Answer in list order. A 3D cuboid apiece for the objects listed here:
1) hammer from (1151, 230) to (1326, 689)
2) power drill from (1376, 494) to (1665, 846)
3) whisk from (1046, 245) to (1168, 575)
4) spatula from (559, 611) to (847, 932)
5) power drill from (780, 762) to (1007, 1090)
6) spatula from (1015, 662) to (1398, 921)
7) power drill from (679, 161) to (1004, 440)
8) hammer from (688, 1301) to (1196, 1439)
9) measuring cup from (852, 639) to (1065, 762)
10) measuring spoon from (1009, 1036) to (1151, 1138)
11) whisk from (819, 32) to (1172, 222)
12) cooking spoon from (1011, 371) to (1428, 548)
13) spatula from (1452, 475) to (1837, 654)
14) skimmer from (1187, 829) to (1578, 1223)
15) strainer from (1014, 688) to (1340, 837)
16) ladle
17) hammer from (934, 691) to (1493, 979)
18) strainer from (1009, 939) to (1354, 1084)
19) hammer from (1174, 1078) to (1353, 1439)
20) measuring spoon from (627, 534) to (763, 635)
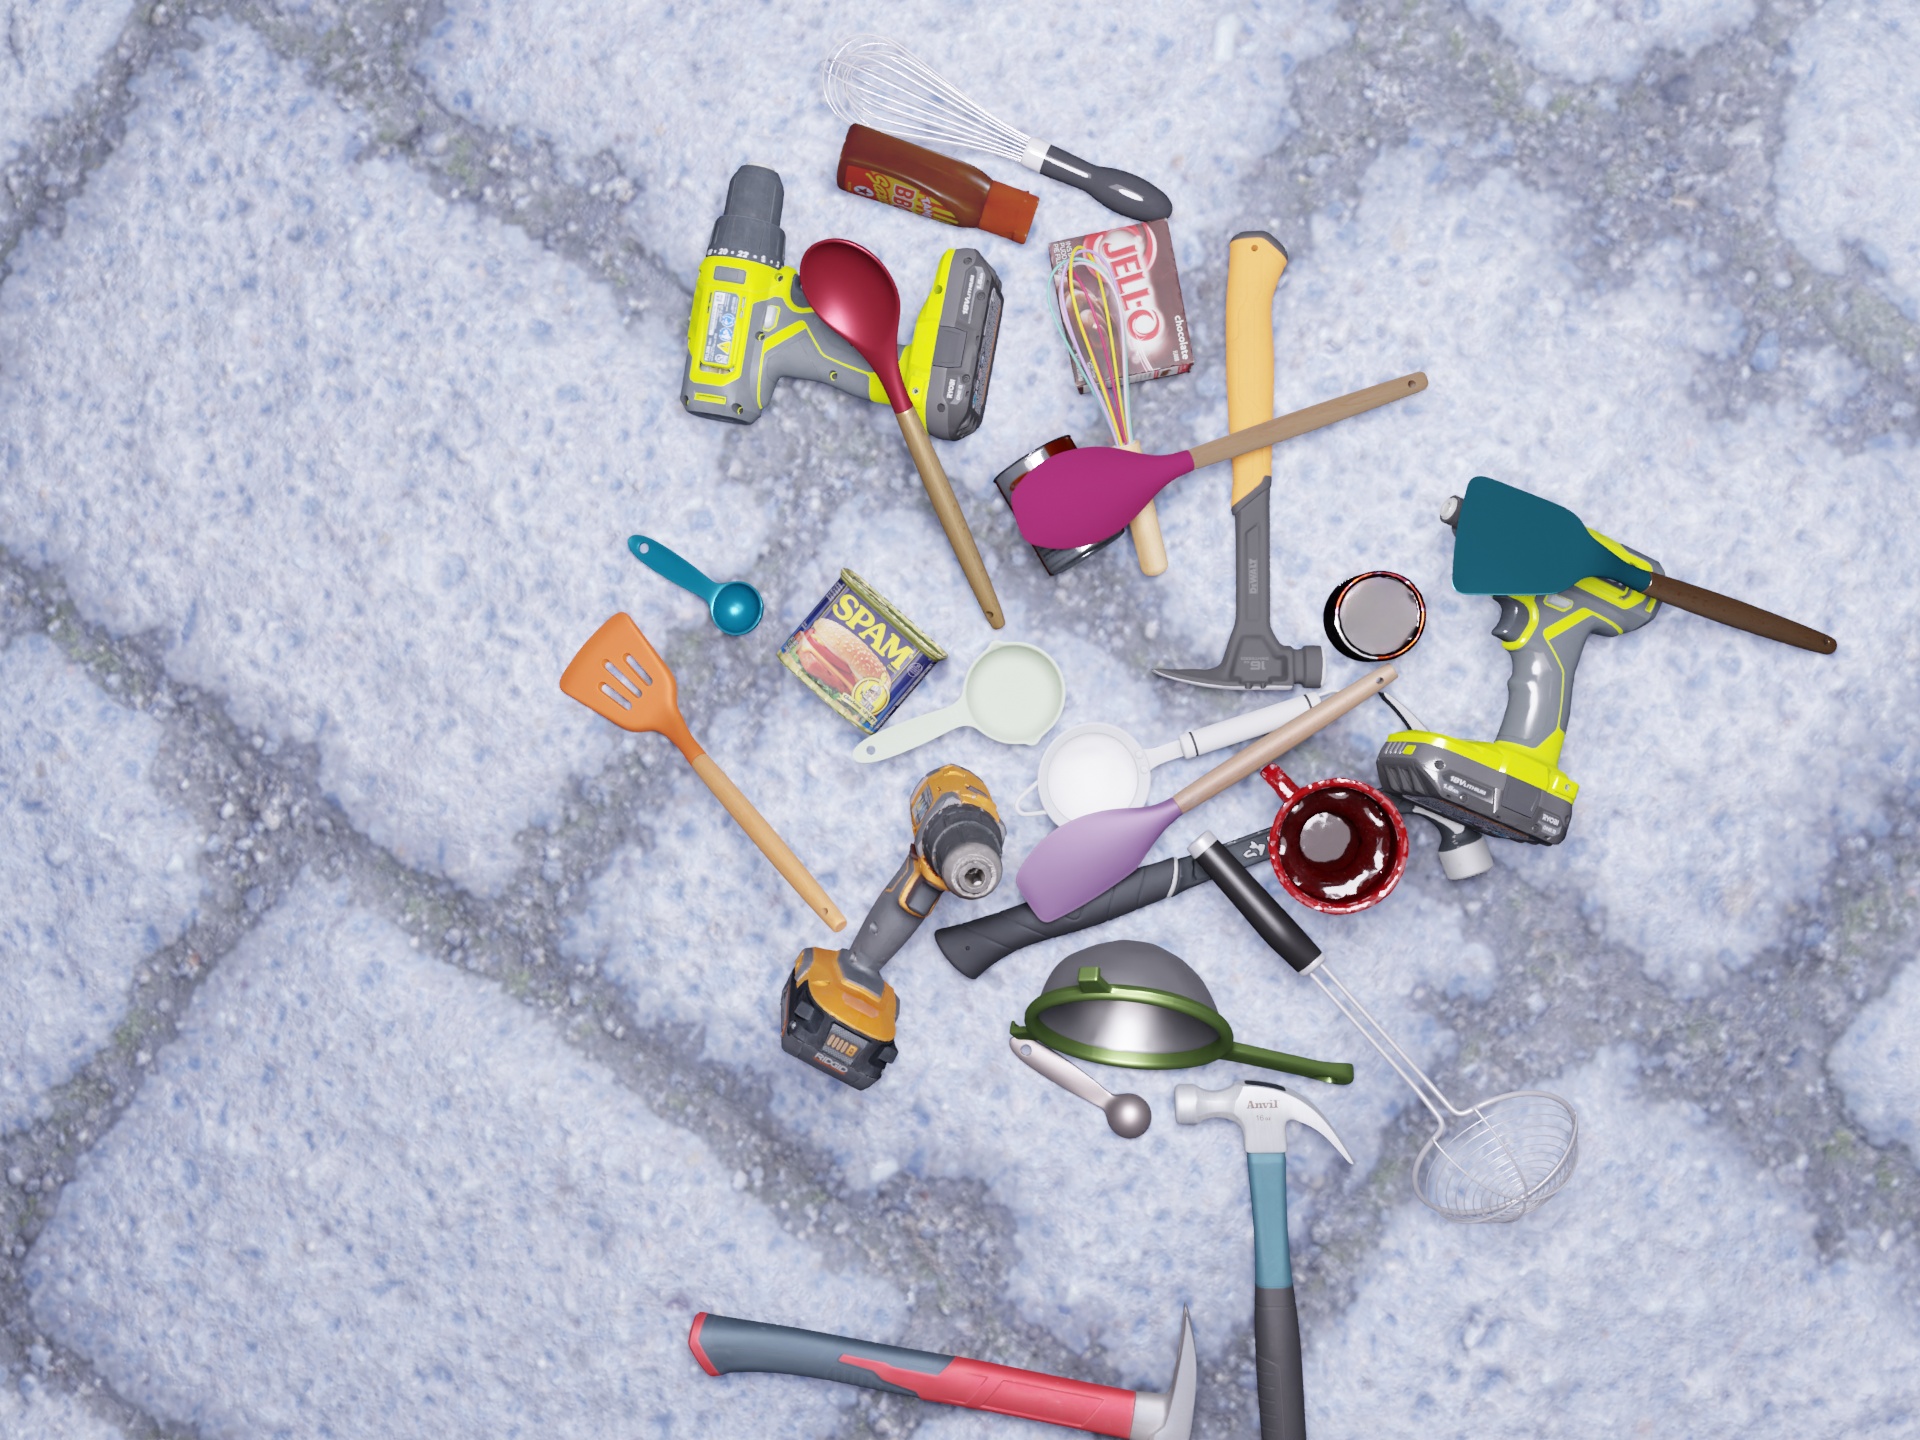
[{"bbox_3d":[0.207,-0.191,1.177,0.127,0.034,0.337,0,91,5],"label":"hammer"},{"bbox_3d":[0.383,-0.039,1.111,0.171,0.080,0.223,22,84,-15],"label":"power drill"},{"bbox_3d":[0.111,-0.220,1.151,0.051,0.047,0.244,-15,109,4],"label":"whisk"},{"bbox_3d":[-0.187,0.044,1.187,0.081,0.041,0.323,-48,60,5],"label":"spatula"},{"bbox_3d":[-0.042,0.149,1.137,0.084,0.185,0.226,31,97,-12],"label":"power drill"},{"bbox_3d":[0.179,0.046,1.161,0.316,0.018,0.059,-32,96,6],"label":"spatula"},{"bbox_3d":[-0.089,-0.307,1.186,0.228,0.080,0.190,11,93,9],"label":"power drill"},{"bbox_3d":[-0.015,0.486,1.214,0.386,0.038,0.143,8,91,6],"label":"hammer"},{"bbox_3d":[-0.002,-0.004,1.196,0.167,0.038,0.083,-22,90,2],"label":"measuring cup"},{"bbox_3d":[0.089,0.277,1.207,0.124,0.018,0.034,32,95,5],"label":"measuring spoon"},{"bbox_3d":[0.027,-0.435,1.184,0.284,0.070,0.070,24,94,0],"label":"whisk"},{"bbox_3d":[0.189,-0.196,1.142,0.319,0.017,0.068,-20,97,-6],"label":"cooking spoon"},{"bbox_3d":[0.481,-0.090,1.097,0.317,0.044,0.082,15,81,-21],"label":"spatula"},{"bbox_3d":[0.299,0.217,1.156,0.127,0.090,0.363,-44,83,15],"label":"skimmer"},{"bbox_3d":[0.162,0.022,1.184,0.258,0.050,0.087,-18,98,1],"label":"strainer"},{"bbox_3d":[-0.030,-0.200,1.142,0.069,0.031,0.315,-8,121,31],"label":"ladle"},{"bbox_3d":[0.175,0.106,1.187,0.409,0.036,0.149,-20,88,6],"label":"hammer"},{"bbox_3d":[0.174,0.212,1.168,0.256,0.151,0.069,15,60,-13],"label":"strainer"},{"bbox_3d":[0.234,0.434,1.189,0.128,0.033,0.331,-4,91,7],"label":"hammer"},{"bbox_3d":[-0.205,-0.108,1.236,0.129,0.021,0.042,33,94,14],"label":"measuring spoon"}]
